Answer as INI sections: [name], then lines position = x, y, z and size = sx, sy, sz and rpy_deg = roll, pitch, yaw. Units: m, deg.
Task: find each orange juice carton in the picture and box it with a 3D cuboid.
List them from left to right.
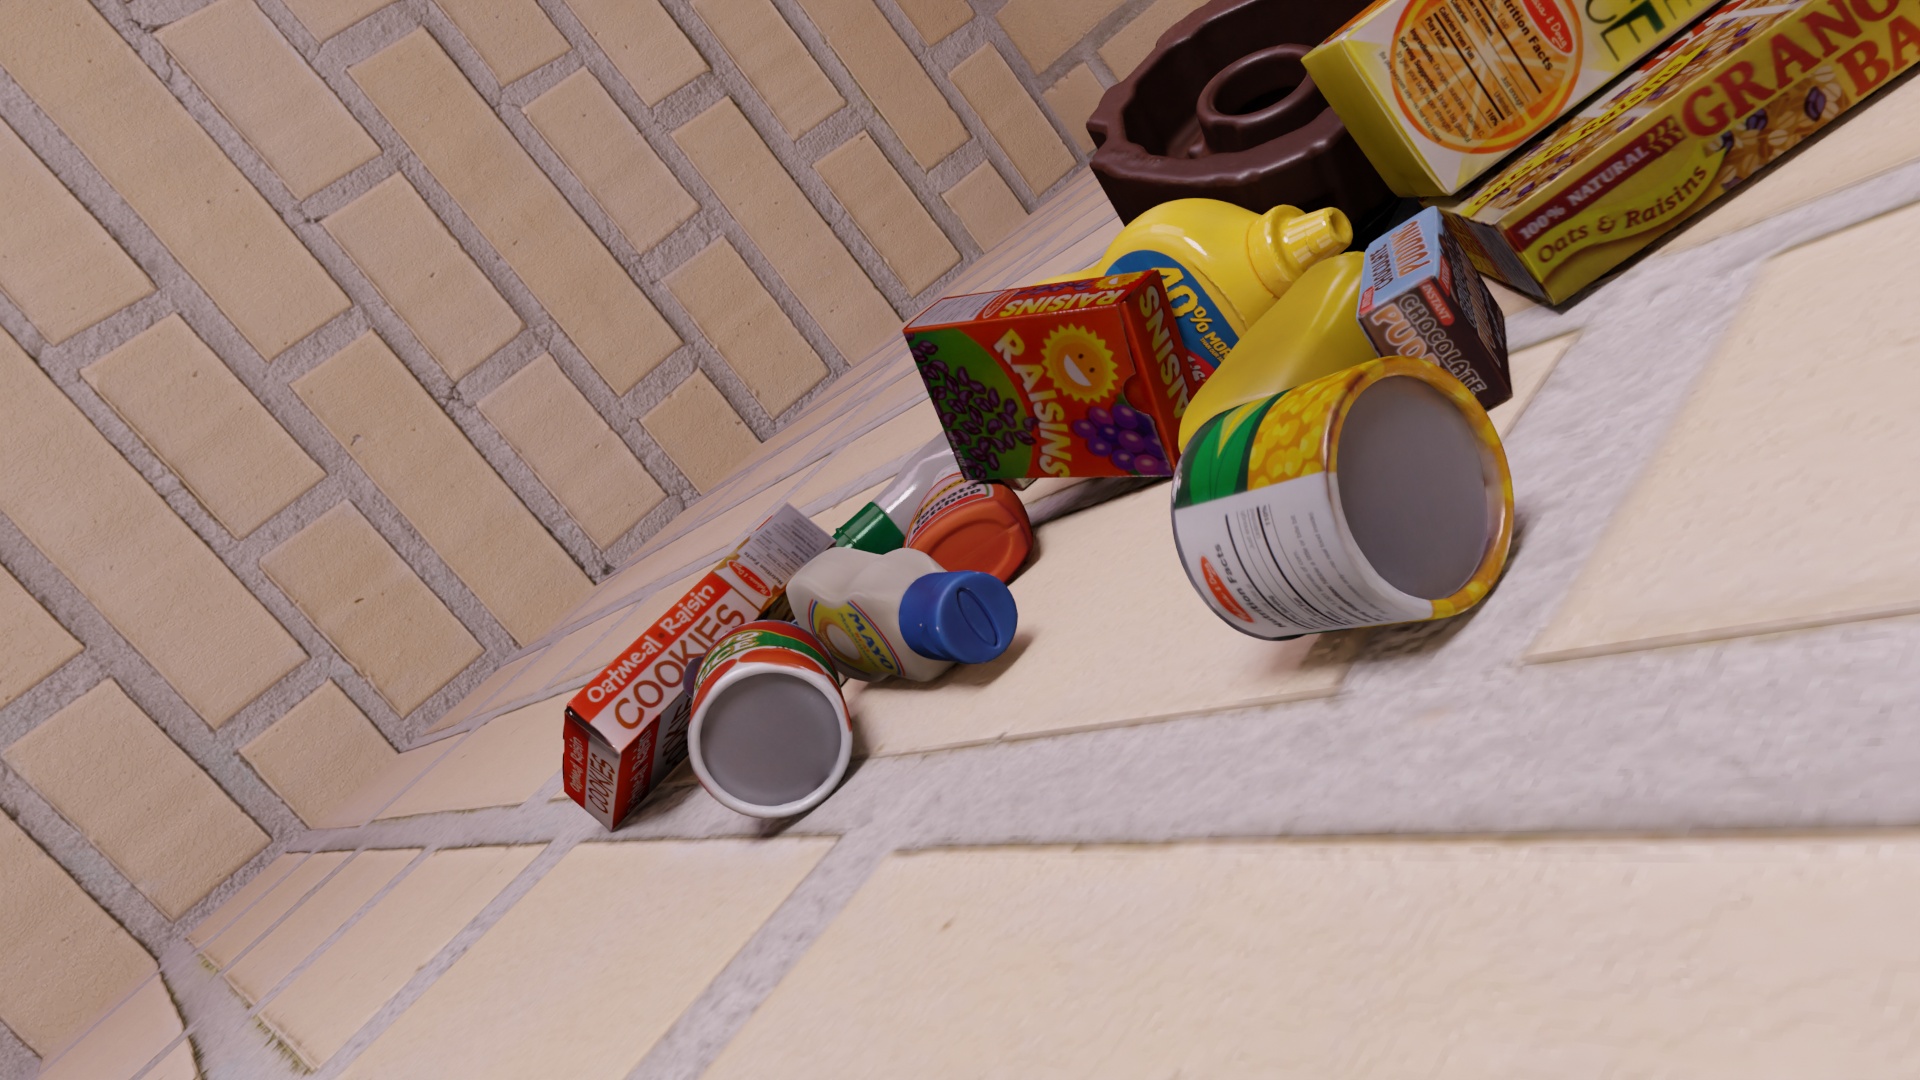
[orange juice carton]
position = 0.234, -0.216, 0.523
size = 0.192, 0.073, 0.072
rpy_deg = -36, 10, 9

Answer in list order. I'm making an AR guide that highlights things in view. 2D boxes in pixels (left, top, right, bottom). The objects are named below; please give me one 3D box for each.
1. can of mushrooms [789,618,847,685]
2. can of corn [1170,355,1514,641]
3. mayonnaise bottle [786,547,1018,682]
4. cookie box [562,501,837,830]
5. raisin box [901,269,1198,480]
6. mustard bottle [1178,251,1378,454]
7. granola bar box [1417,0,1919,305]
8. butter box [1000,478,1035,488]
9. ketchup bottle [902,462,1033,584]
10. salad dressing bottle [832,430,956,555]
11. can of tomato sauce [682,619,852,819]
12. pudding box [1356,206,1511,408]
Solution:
[can of mushrooms]
position = -0.089, 0.069, 0.715
size = 0.071, 0.033, 0.071
rpy_deg = -36, 12, 9
[can of corn]
position = 0.100, -0.011, 0.360
size = 0.071, 0.071, 0.058
rpy_deg = -45, 13, -28
[mayonnaise bottle]
position = -0.026, 0.032, 0.599
size = 0.041, 0.064, 0.148
rpy_deg = -39, 14, -22
[cookie box]
position = -0.144, 0.069, 0.760
size = 0.168, 0.040, 0.122
rpy_deg = -46, -10, -32
[raisin box]
position = 0.043, -0.073, 0.637
size = 0.123, 0.085, 0.040
rpy_deg = 1, 33, 39
[mustard bottle]
position = 0.137, -0.071, 0.523
size = 0.065, 0.048, 0.161
rpy_deg = -27, 15, 46
[granola bar box]
position = 0.257, -0.155, 0.498
size = 0.165, 0.039, 0.124
rpy_deg = -36, 11, 15
[butter box]
position = 0.061, -0.072, 0.819
size = 0.103, 0.024, 0.053
rpy_deg = -40, 12, -6
[ketchup bottle]
position = 0.003, -0.009, 0.711
size = 0.064, 0.043, 0.149
rpy_deg = -33, 12, 7
[salad dressing bottle]
position = -0.017, -0.035, 0.874
size = 0.148, 0.044, 0.064
rpy_deg = -41, 13, -9
[can of tomato sauce]
position = -0.083, 0.073, 0.590
size = 0.071, 0.071, 0.083
rpy_deg = -39, 12, -2
[pudding box]
position = 0.160, -0.076, 0.470
size = 0.030, 0.049, 0.084
rpy_deg = -31, 14, 30
